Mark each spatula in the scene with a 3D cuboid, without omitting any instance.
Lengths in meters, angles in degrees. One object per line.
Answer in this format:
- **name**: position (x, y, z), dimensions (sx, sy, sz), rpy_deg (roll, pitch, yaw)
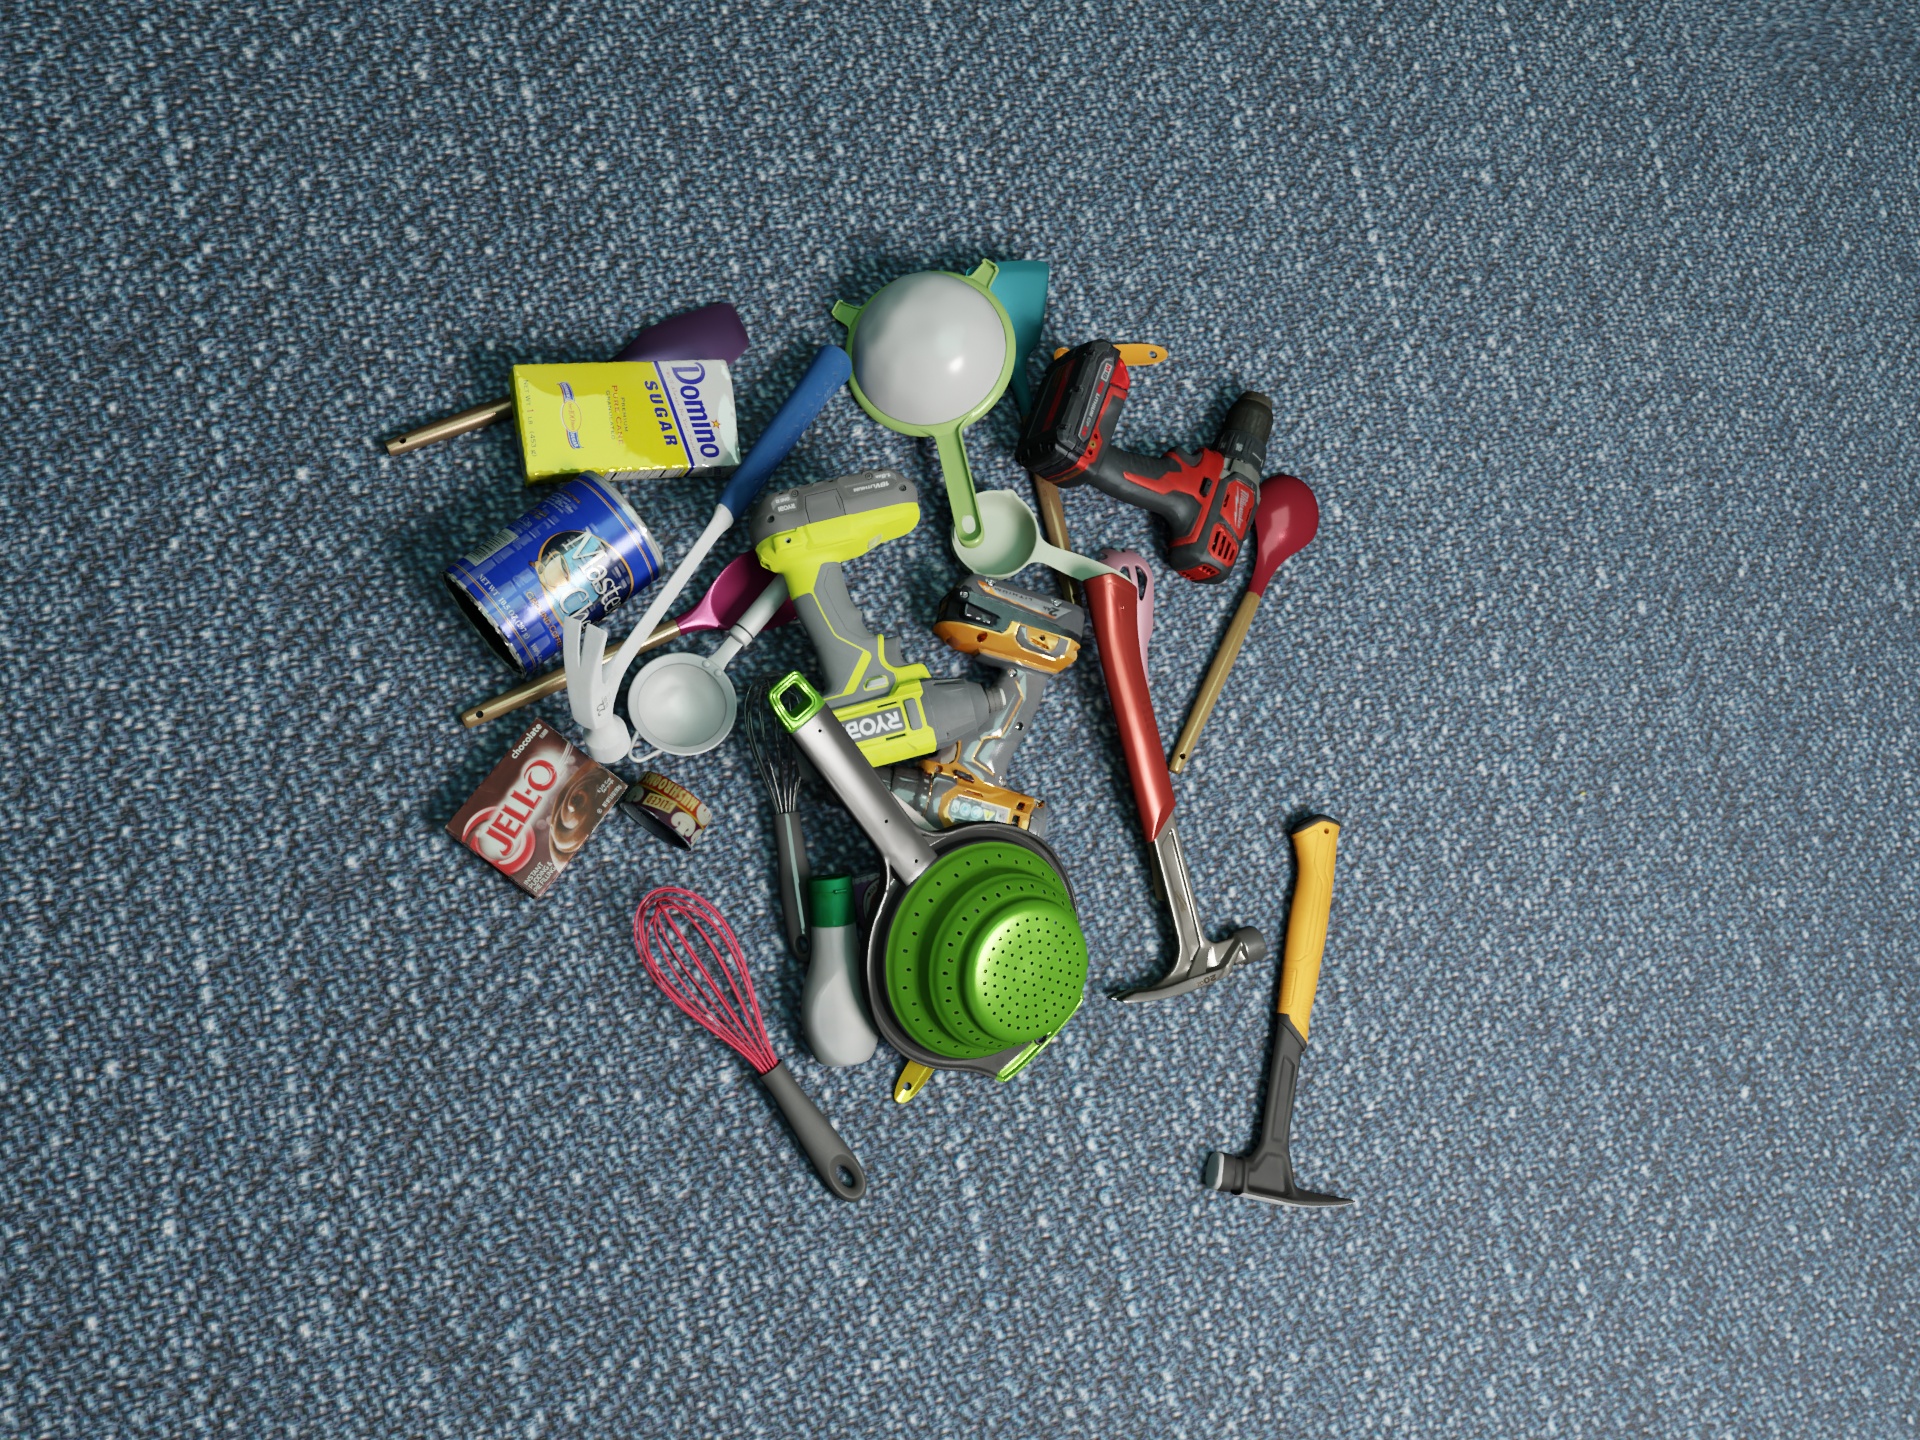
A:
- **spatula**: position (-0.321, -0.277, 1.318), dimensions (0.316, 0.018, 0.060), rpy_deg (-24, 87, -20)
- **spatula**: position (0.069, -0.249, 1.410), dimensions (0.082, 0.044, 0.317), rpy_deg (-11, 84, -21)

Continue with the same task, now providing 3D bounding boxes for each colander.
- **colander**: position (-0.011, 0.124, 1.204), dimensions (0.204, 0.094, 0.396), rpy_deg (-43, 115, -19)

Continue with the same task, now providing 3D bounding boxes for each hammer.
- **hammer**: position (-0.193, -0.159, 1.265), dimensions (0.035, 0.144, 0.406), rpy_deg (21, 59, 13)
- **hammer**: position (0.299, 0.248, 1.384), dimensions (0.127, 0.034, 0.337), rpy_deg (14, 76, -12)
- **hammer**: position (0.153, 0.053, 1.350), dimensions (0.149, 0.037, 0.359), rpy_deg (-15, 91, -23)

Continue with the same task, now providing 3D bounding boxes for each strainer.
- **strainer**: position (-0.020, -0.273, 1.345), dimensions (0.151, 0.069, 0.256), rpy_deg (-14, 78, 6)
- **strainer**: position (-0.183, -0.062, 1.295), dimensions (0.087, 0.050, 0.258), rpy_deg (39, 74, -1)

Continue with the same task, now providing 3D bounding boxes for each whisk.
- **whisk**: position (-0.159, 0.256, 1.243), dimensions (0.073, 0.073, 0.296), rpy_deg (-35, 96, -19)
- **whisk**: position (-0.138, 0.077, 1.289), dimensions (0.055, 0.055, 0.239), rpy_deg (-7, 86, -17)

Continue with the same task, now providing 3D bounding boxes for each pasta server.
- **pasta server**: position (0.159, 0.000, 1.399), dimensions (0.060, 0.040, 0.316), rpy_deg (-4, 85, -17)

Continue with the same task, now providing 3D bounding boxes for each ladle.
- **ladle**: position (0.254, -0.092, 1.443), dimensions (0.069, 0.031, 0.315), rpy_deg (28, 75, -9)

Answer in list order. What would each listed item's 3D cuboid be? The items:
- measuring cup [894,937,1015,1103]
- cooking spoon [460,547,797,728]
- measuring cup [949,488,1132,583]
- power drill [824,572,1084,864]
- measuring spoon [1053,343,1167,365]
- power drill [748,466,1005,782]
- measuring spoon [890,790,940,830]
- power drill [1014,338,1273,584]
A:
- **measuring cup**: position (-0.012, 0.244, 1.307), dimensions (0.062, 0.029, 0.156), rpy_deg (34, 84, -12)
- **cooking spoon**: position (-0.255, -0.066, 1.295), dimensions (0.319, 0.017, 0.068), rpy_deg (-26, 103, -19)
- **measuring cup**: position (0.069, -0.142, 1.385), dimensions (0.167, 0.038, 0.083), rpy_deg (21, 82, -6)
- **power drill**: position (-0.002, -0.004, 1.327), dimensions (0.185, 0.084, 0.226), rpy_deg (16, 80, -10)
- **measuring spoon**: position (0.138, -0.334, 1.466), dimensions (0.117, 0.011, 0.021), rpy_deg (-7, 81, -21)
- **power drill**: position (-0.070, -0.077, 1.261), dimensions (0.171, 0.080, 0.223), rpy_deg (-15, 83, -7)
- **measuring spoon**: position (-0.045, 0.080, 1.271), dimensions (0.124, 0.018, 0.034), rpy_deg (36, 109, -7)
- **power drill**: position (0.178, -0.248, 1.410), dimensions (0.226, 0.080, 0.188), rpy_deg (28, 73, -24)
